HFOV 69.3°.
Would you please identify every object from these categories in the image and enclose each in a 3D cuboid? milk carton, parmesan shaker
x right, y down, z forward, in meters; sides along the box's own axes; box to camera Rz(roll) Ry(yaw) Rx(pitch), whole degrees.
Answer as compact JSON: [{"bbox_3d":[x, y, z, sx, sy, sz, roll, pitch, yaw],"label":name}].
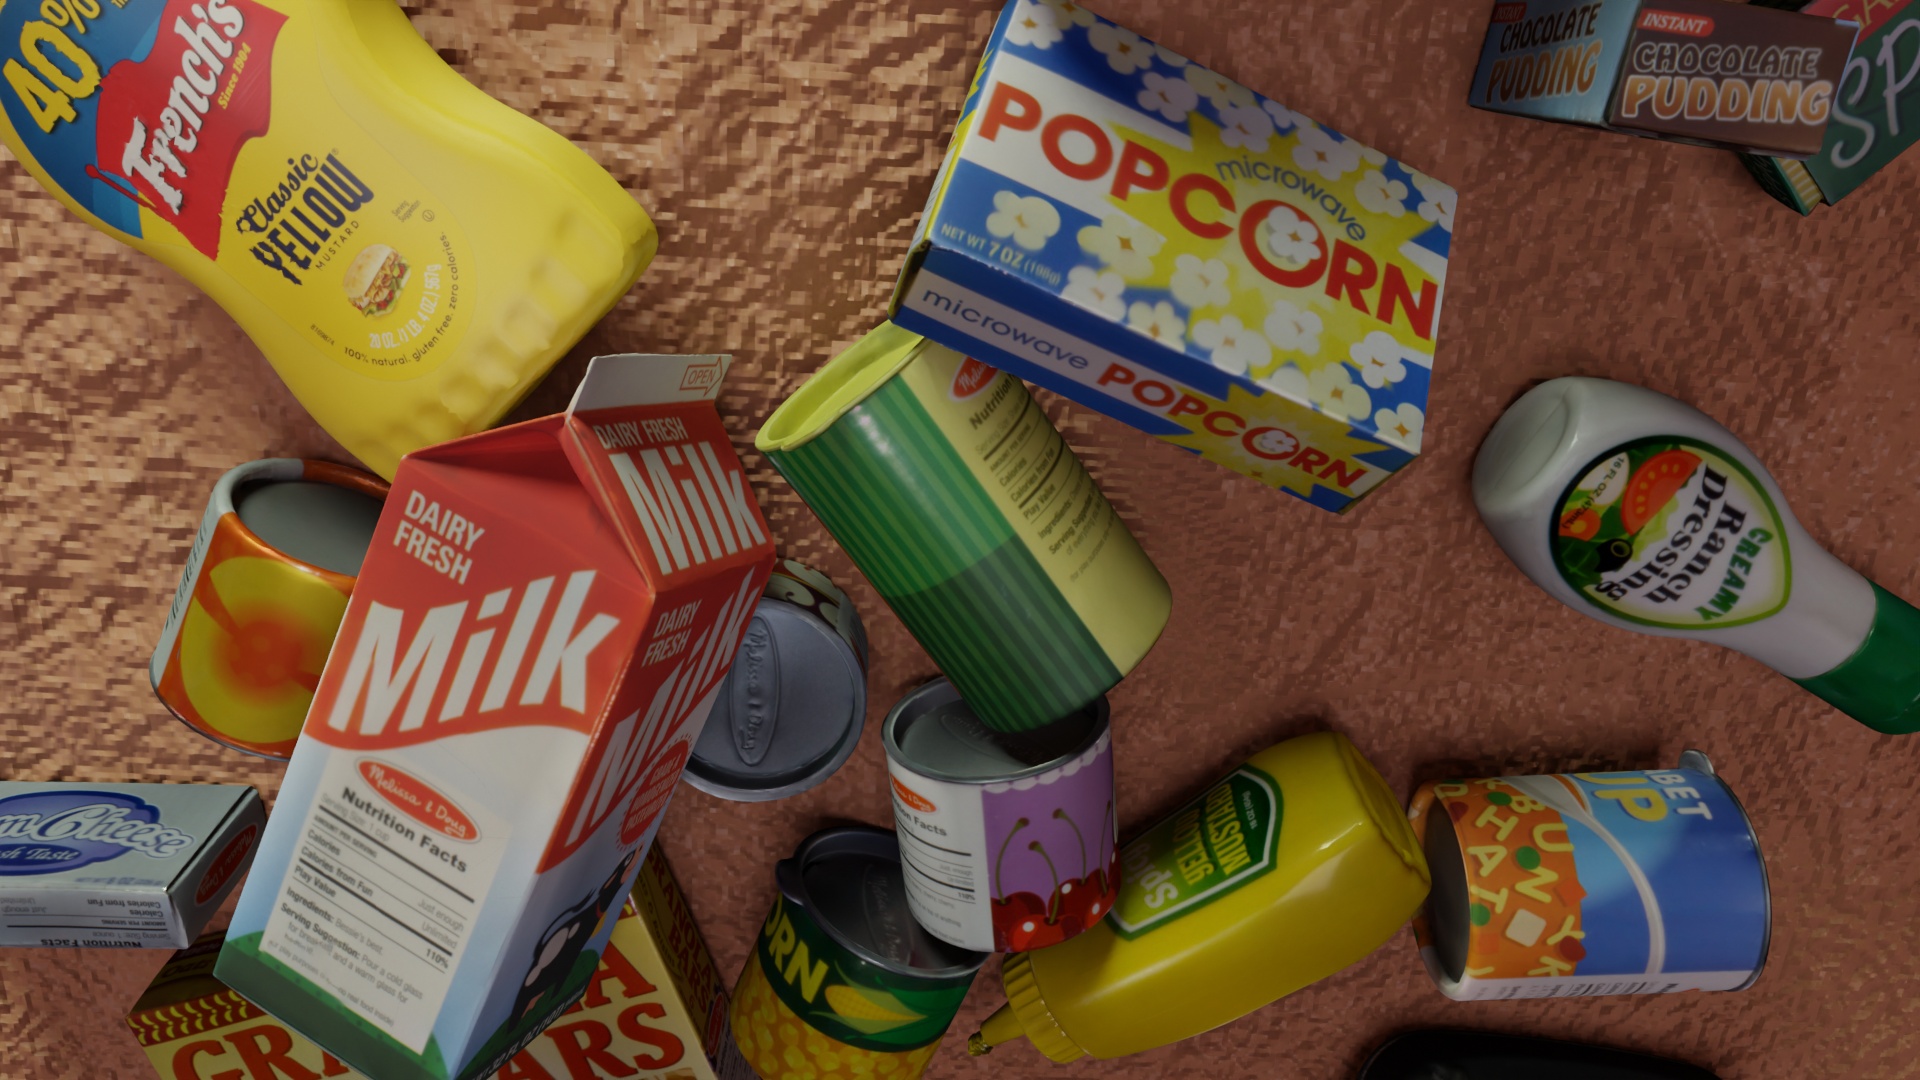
[{"bbox_3d":[-0.110,0.039,0.356,0.073,0.072,0.190,28,104,10],"label":"milk carton"},{"bbox_3d":[0.001,-0.005,0.373,0.071,0.071,0.103,-33,108,11],"label":"parmesan shaker"}]

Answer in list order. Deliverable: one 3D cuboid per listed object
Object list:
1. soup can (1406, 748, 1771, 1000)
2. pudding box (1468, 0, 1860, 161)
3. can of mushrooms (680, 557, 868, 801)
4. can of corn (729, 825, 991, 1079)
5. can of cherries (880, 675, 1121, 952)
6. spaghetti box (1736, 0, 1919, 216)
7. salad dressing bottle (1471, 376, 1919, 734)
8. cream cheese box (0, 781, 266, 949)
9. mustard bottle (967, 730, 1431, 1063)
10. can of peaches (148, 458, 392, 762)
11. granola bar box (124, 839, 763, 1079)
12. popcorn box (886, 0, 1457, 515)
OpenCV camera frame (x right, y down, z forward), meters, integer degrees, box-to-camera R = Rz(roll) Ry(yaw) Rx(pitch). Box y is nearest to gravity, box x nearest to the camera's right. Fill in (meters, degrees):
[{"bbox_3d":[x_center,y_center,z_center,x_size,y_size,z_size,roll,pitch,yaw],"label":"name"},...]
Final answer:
[{"bbox_3d":[0.185,0.101,0.420,0.084,0.071,0.071,-2,111,0],"label":"soup can"},{"bbox_3d":[0.161,-0.111,0.329,0.050,0.084,0.030,8,110,-3],"label":"pudding box"},{"bbox_3d":[-0.062,0.040,0.409,0.071,0.033,0.070,0,112,-1],"label":"can of mushrooms"},{"bbox_3d":[-0.033,0.131,0.425,0.071,0.071,0.058,22,110,-9],"label":"can of corn"},{"bbox_3d":[0.015,0.076,0.408,0.071,0.072,0.058,-6,111,1],"label":"can of cherries"},{"bbox_3d":[0.295,-0.181,0.334,0.249,0.029,0.050,-40,106,13],"label":"spaghetti box"},{"bbox_3d":[0.218,0.007,0.396,0.147,0.044,0.064,28,109,-11],"label":"salad dressing bottle"},{"bbox_3d":[-0.272,0.096,0.415,0.104,0.053,0.024,1,113,-1],"label":"cream cheese box"},{"bbox_3d":[0.062,0.121,0.427,0.160,0.065,0.048,-36,112,16],"label":"mustard bottle"},{"bbox_3d":[-0.175,0.019,0.381,0.071,0.071,0.058,25,108,-10],"label":"can of peaches"},{"bbox_3d":[-0.160,0.170,0.453,0.165,0.039,0.123,-16,110,5],"label":"granola bar box"},{"bbox_3d":[0.055,-0.071,0.342,0.127,0.085,0.038,22,152,-9],"label":"popcorn box"}]
